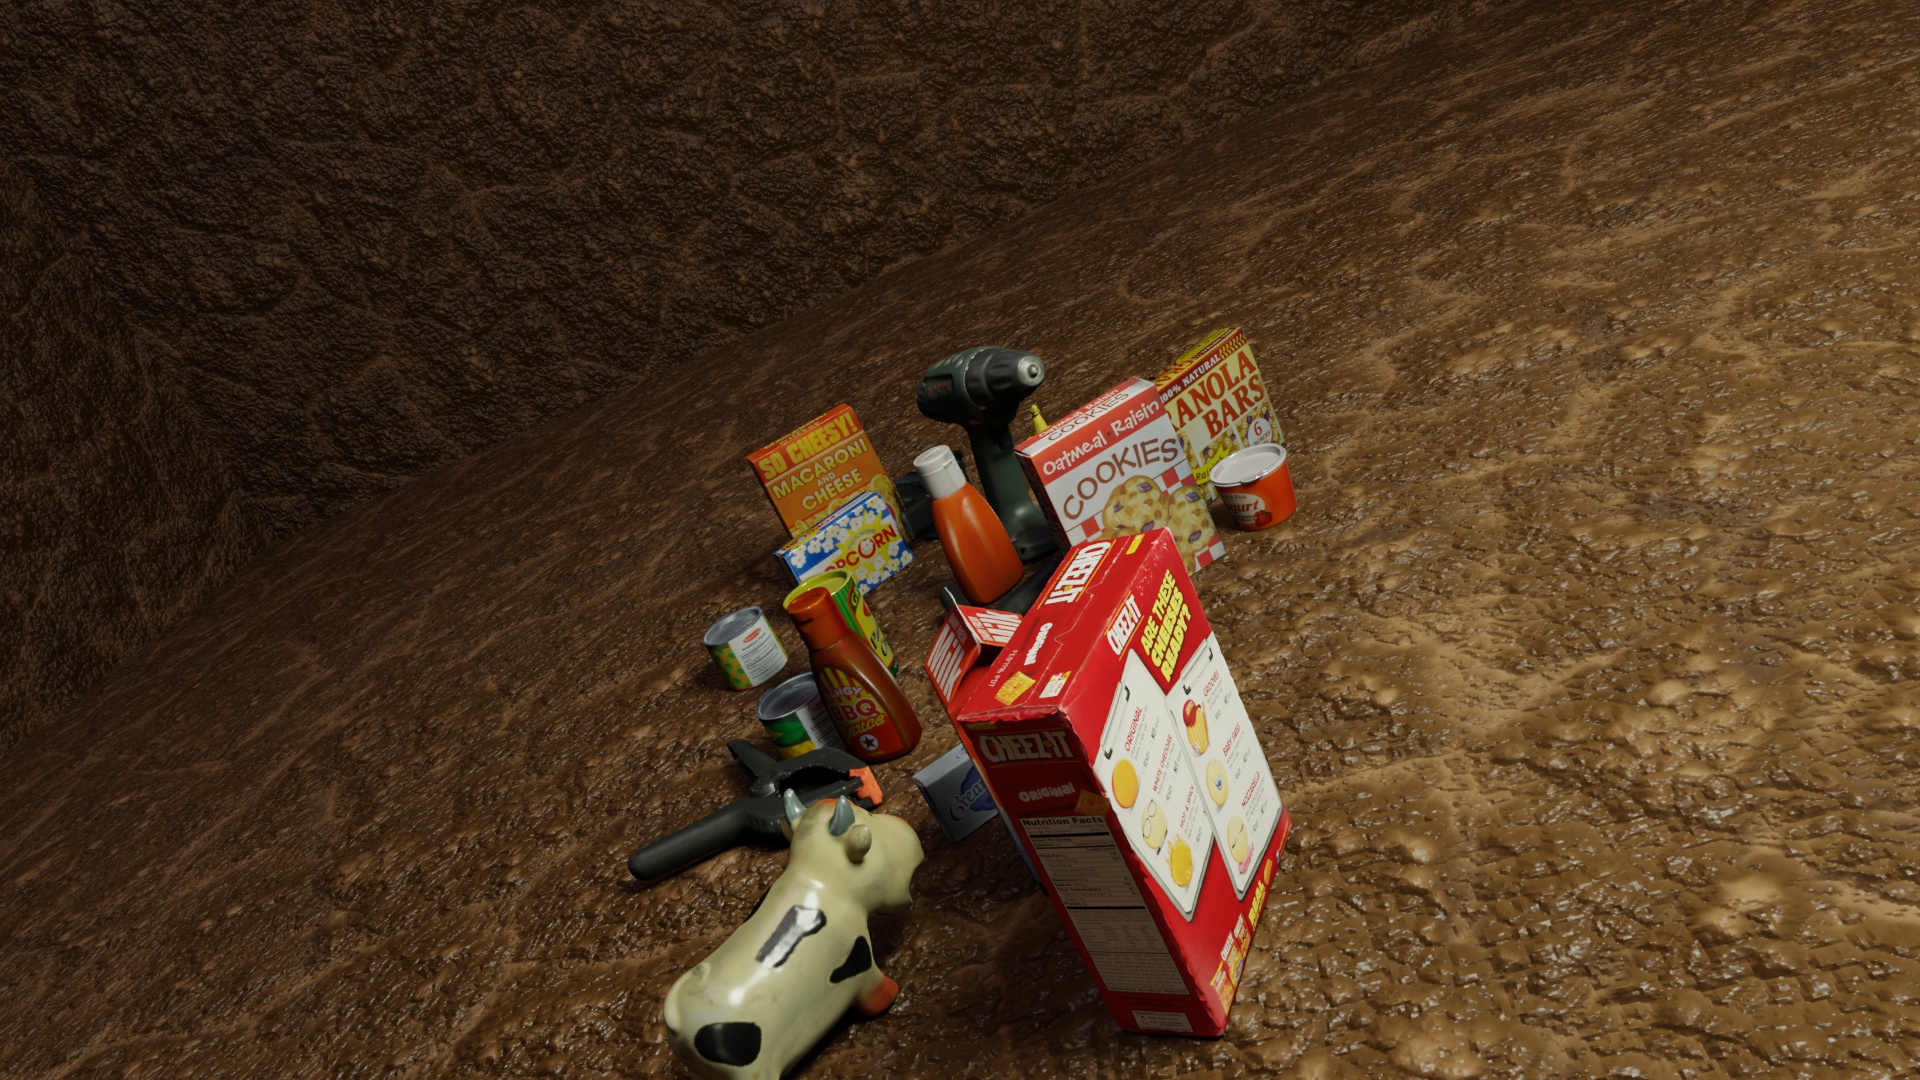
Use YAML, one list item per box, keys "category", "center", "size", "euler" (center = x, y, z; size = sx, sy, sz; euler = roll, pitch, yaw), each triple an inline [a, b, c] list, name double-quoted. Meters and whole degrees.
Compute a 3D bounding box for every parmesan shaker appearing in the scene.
- category: "parmesan shaker"
  center: [-0.106, 0.085, 1.242]
  size: [0.071, 0.102, 0.071]
  euler: [-23, 21, 9]

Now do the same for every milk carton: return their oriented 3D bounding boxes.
- category: "milk carton"
  center: [0.037, 0.118, 0.869]
  size: [0.073, 0.190, 0.072]
  euler: [-28, 20, -4]

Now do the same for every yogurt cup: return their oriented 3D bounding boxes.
- category: "yogurt cup"
  center: [0.255, -0.044, 1.194]
  size: [0.072, 0.053, 0.073]
  euler: [-23, 21, 9]

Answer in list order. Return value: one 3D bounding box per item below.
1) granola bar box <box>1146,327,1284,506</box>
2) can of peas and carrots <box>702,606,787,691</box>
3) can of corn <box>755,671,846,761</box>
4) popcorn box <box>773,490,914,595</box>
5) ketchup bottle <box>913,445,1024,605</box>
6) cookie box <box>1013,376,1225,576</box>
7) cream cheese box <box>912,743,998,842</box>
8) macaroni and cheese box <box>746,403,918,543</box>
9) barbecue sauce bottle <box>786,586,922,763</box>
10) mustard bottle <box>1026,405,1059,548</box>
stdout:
- category: "granola bar box"
  center: [0.217, -0.103, 1.278]
  size: [0.166, 0.124, 0.039]
  euler: [-37, 23, -27]
- category: "can of peas and carrots"
  center: [-0.214, 0.107, 1.378]
  size: [0.071, 0.058, 0.071]
  euler: [-23, 21, 9]
- category: "can of corn"
  center: [-0.131, 0.153, 1.172]
  size: [0.071, 0.058, 0.071]
  euler: [-23, 21, 9]
- category: "popcorn box"
  center: [-0.121, 0.016, 1.447]
  size: [0.127, 0.085, 0.038]
  euler: [-36, 22, -23]
- category: "ketchup bottle"
  center: [0.005, -0.016, 1.287]
  size: [0.065, 0.148, 0.043]
  euler: [-40, 24, -32]
- category: "cookie box"
  center: [0.133, -0.032, 1.148]
  size: [0.123, 0.167, 0.040]
  euler: [-31, 21, -13]
- category: "cream cheese box"
  center: [0.023, 0.161, 0.977]
  size: [0.104, 0.053, 0.024]
  euler: [-32, 21, -15]
- category: "macaroni and cheese box"
  center: [-0.138, -0.047, 1.503]
  size: [0.124, 0.166, 0.040]
  euler: [-31, 21, -12]
- category: "barbecue sauce bottle"
  center: [-0.088, 0.107, 1.103]
  size: [0.065, 0.148, 0.044]
  euler: [-15, 23, 28]
- category: "mustard bottle"
  center: [0.096, -0.054, 1.253]
  size: [0.048, 0.159, 0.066]
  euler: [-8, 27, 41]
